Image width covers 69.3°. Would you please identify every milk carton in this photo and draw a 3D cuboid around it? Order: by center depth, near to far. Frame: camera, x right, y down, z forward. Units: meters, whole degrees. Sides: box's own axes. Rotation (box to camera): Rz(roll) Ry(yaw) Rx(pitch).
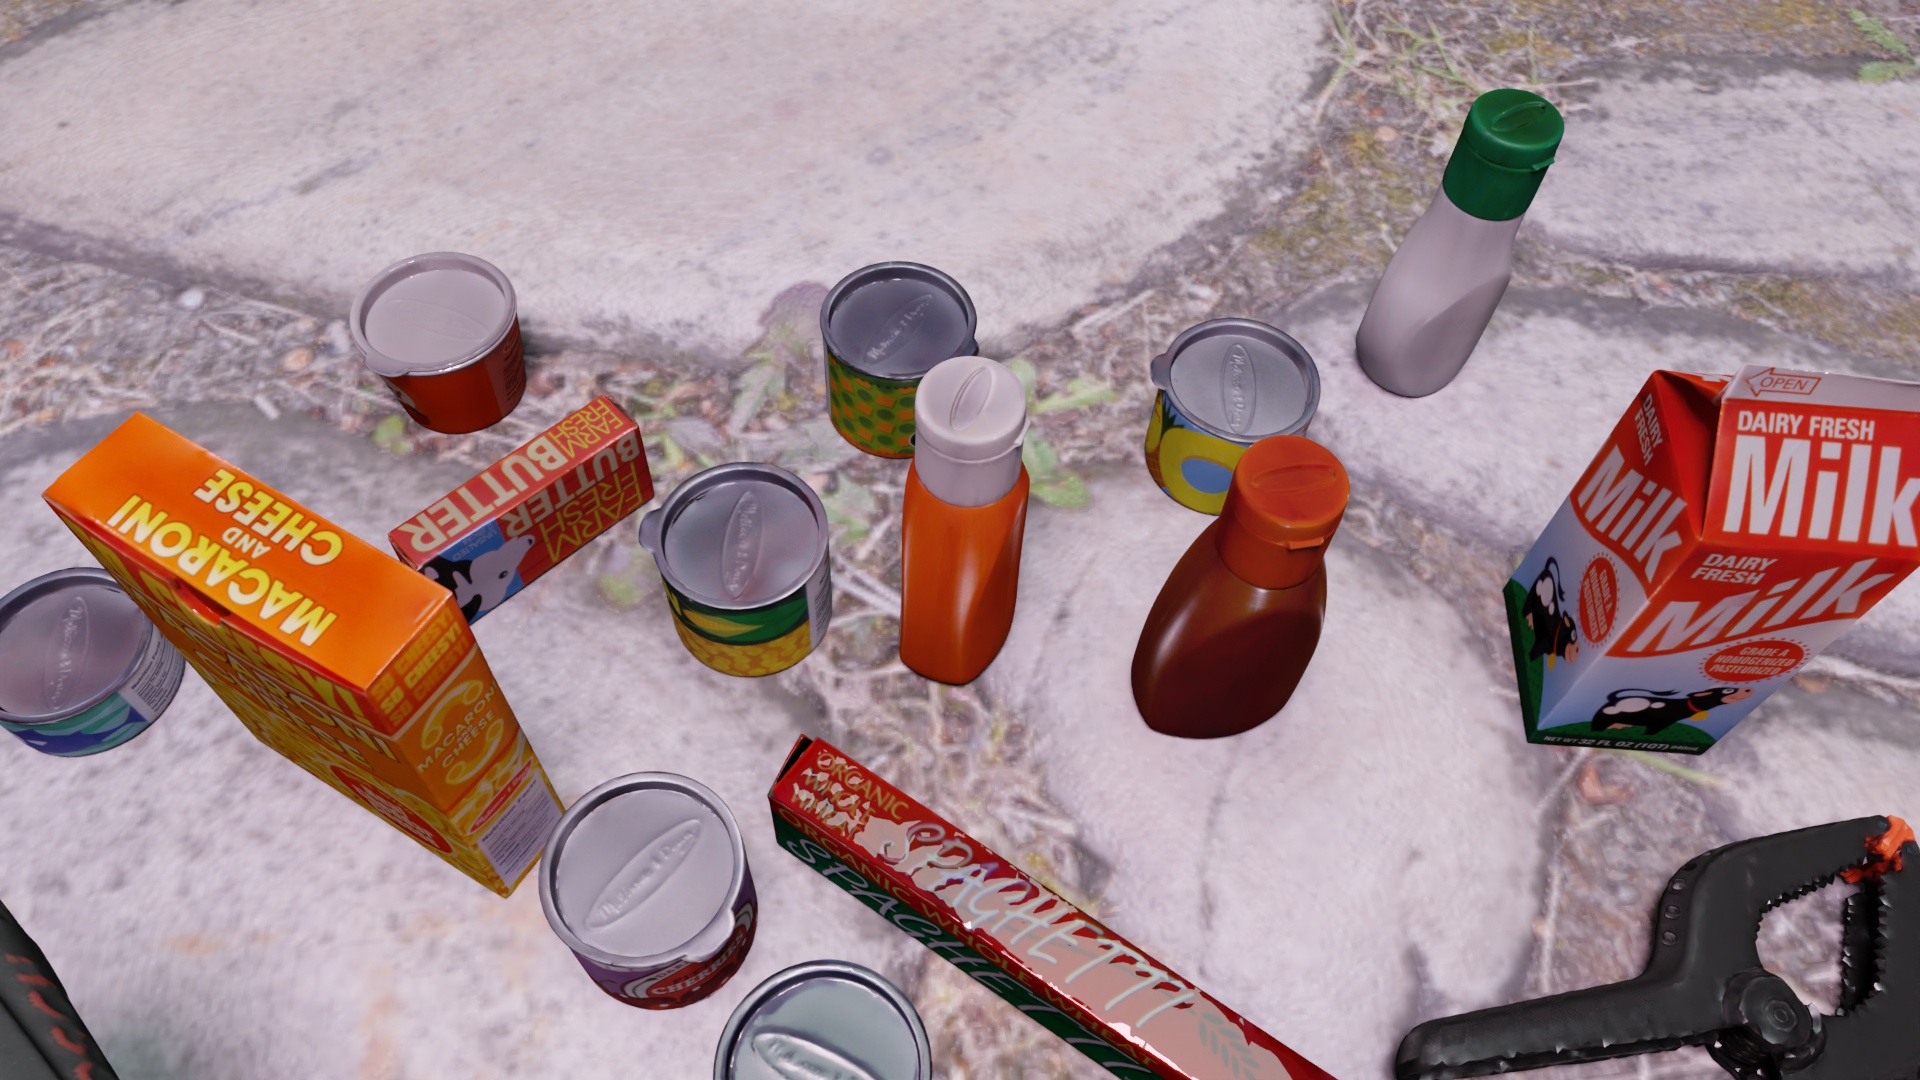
[{"bbox_3d":[0.263,0.002,0.490,0.072,0.189,0.074,5,57,0],"label":"milk carton"}]

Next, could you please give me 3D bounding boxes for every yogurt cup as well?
[{"bbox_3d":[-0.222,-0.083,0.604,0.072,0.053,0.073,1,57,-2],"label":"yogurt cup"}]

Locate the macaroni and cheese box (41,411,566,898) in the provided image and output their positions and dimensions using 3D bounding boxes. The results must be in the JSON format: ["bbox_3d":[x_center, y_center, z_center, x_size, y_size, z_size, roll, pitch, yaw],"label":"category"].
[{"bbox_3d":[-0.203,0.046,0.454,0.124,0.165,0.040,27,60,14],"label":"macaroni and cheese box"}]

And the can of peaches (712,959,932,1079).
[{"bbox_3d":[-0.044,0.176,0.441,0.071,0.057,0.071,1,57,-2],"label":"can of peaches"}]

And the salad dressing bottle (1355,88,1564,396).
[{"bbox_3d":[0.213,-0.124,0.595,0.064,0.147,0.044,-26,62,-18],"label":"salad dressing bottle"}]

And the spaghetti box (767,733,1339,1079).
[{"bbox_3d":[0.040,0.148,0.468,0.250,0.050,0.029,30,61,16],"label":"spaghetti box"}]

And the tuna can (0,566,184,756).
[{"bbox_3d":[-0.337,0.047,0.526,0.071,0.032,0.071,1,57,-2],"label":"tuna can"}]

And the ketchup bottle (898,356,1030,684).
[{"bbox_3d":[0.002,-0.006,0.508,0.043,0.148,0.065,18,58,9],"label":"ketchup bottle"}]

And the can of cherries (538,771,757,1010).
[{"bbox_3d":[-0.103,0.122,0.473,0.071,0.058,0.072,1,57,-2],"label":"can of cherries"}]

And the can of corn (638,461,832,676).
[{"bbox_3d":[-0.086,0.012,0.546,0.071,0.058,0.071,1,57,-2],"label":"can of corn"}]

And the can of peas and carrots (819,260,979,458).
[{"bbox_3d":[-0.025,-0.077,0.606,0.071,0.058,0.071,1,57,-2],"label":"can of peas and carrots"}]

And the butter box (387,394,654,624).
[{"bbox_3d":[-0.174,-0.011,0.559,0.104,0.052,0.024,-39,67,-24],"label":"butter box"}]

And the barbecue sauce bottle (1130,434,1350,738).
[{"bbox_3d":[0.102,0.021,0.495,0.065,0.147,0.044,-8,58,-8],"label":"barbecue sauce bottle"}]

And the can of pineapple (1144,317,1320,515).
[{"bbox_3d":[0.114,-0.053,0.598,0.071,0.057,0.071,1,57,-2],"label":"can of pineapple"}]
